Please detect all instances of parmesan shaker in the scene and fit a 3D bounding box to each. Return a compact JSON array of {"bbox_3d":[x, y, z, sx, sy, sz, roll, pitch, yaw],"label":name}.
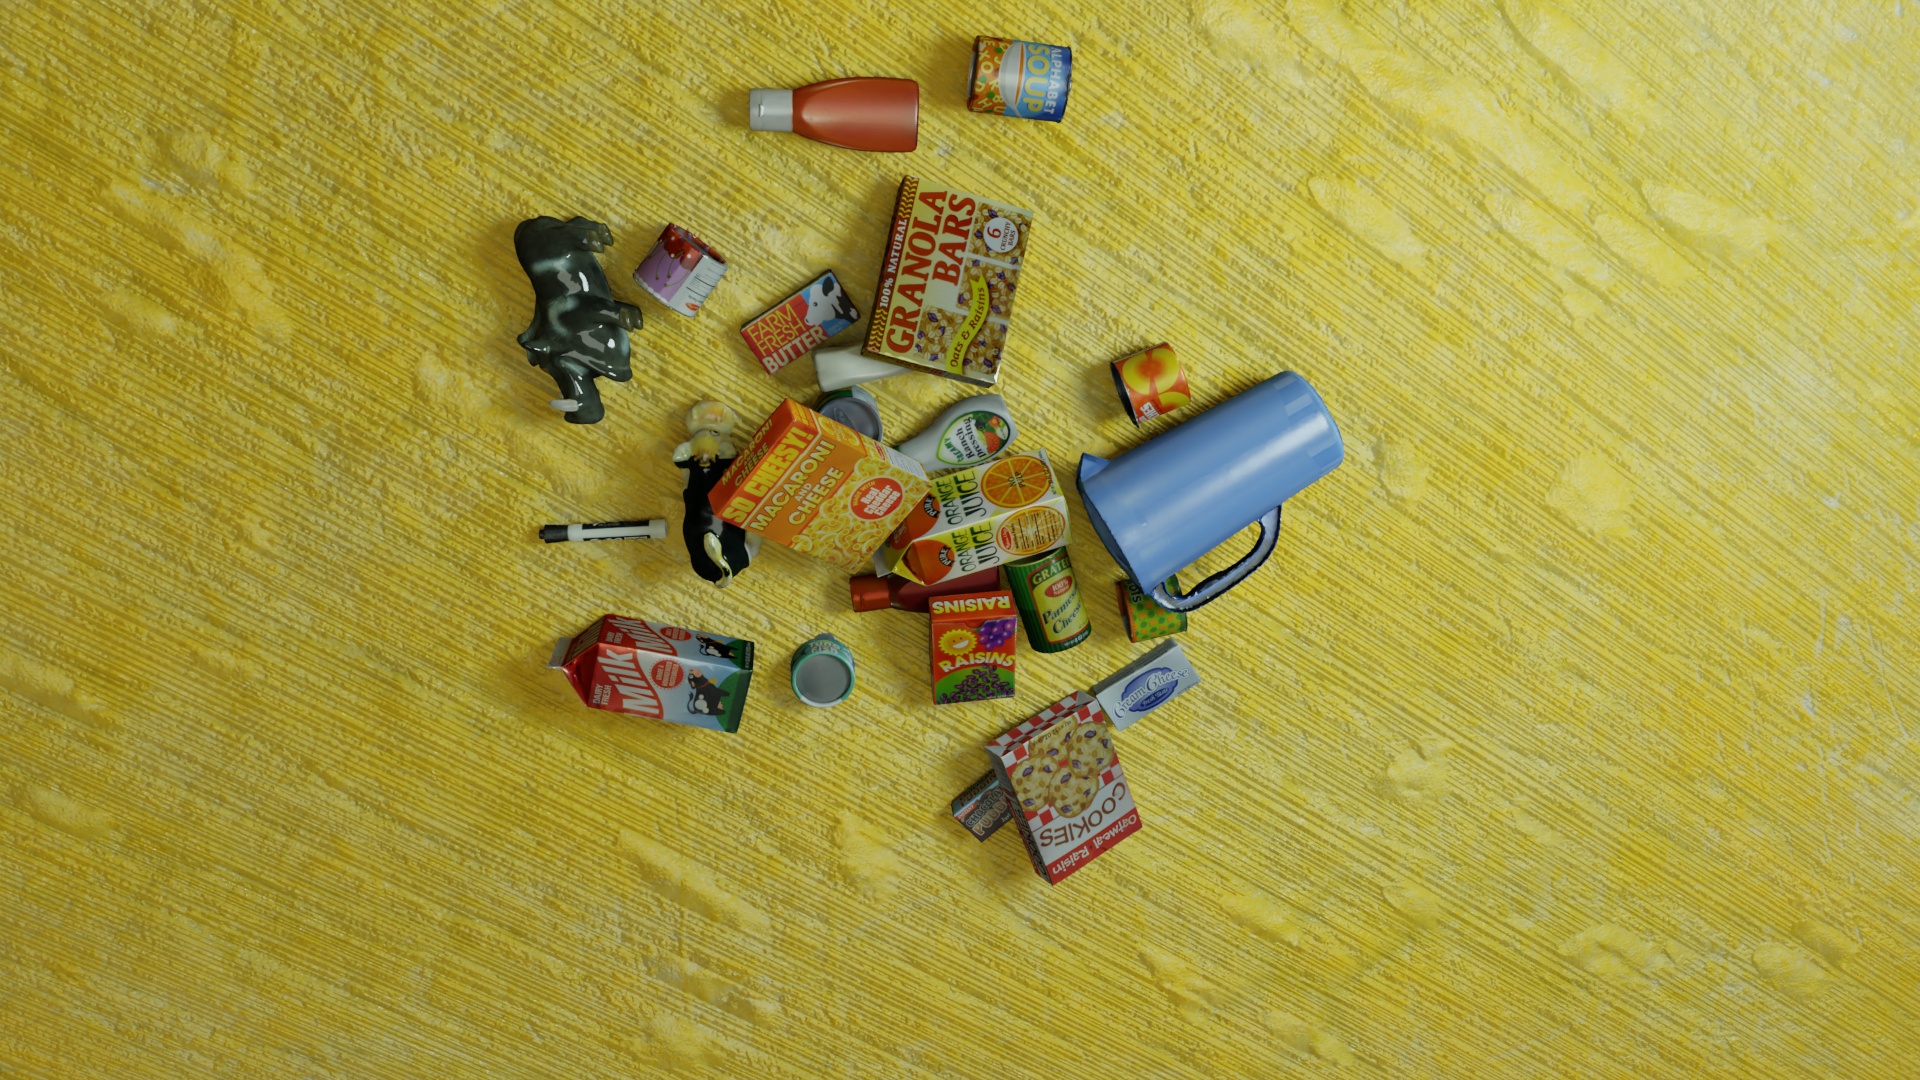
[{"bbox_3d":[0.089,0.053,1.395,0.071,0.071,0.102,-20,111,1],"label":"parmesan shaker"}]

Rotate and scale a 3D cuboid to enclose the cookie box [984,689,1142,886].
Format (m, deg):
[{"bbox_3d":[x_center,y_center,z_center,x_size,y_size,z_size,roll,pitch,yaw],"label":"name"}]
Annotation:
[{"bbox_3d":[0.111,0.261,1.461,0.123,0.040,0.167,-28,111,-20],"label":"cookie box"}]

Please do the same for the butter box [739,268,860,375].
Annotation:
[{"bbox_3d":[-0.150,-0.204,1.298,0.103,0.024,0.053,-32,109,5],"label":"butter box"}]

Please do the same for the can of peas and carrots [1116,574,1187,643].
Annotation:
[{"bbox_3d":[0.193,0.065,1.410,0.059,0.071,0.070,-13,110,-1],"label":"can of peas and carrots"}]

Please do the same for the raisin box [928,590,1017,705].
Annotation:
[{"bbox_3d":[0.011,0.109,1.395,0.086,0.040,0.122,-4,132,-5],"label":"raisin box"}]

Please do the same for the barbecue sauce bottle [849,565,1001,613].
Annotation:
[{"bbox_3d":[-0.035,0.045,1.389,0.149,0.044,0.064,-8,114,-3],"label":"barbecue sauce bottle"}]

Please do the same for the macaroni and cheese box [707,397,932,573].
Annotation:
[{"bbox_3d":[-0.128,-0.047,1.278,0.166,0.040,0.123,25,116,-39],"label":"macaroni and cheese box"}]

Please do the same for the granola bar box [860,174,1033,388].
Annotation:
[{"bbox_3d":[-0.012,-0.233,1.264,0.124,0.039,0.165,14,83,-11],"label":"granola bar box"}]

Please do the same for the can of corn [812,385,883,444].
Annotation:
[{"bbox_3d":[-0.110,-0.110,1.318,0.071,0.058,0.071,-2,110,-6],"label":"can of corn"}]

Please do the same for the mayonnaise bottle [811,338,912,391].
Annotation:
[{"bbox_3d":[-0.064,-0.175,1.300,0.148,0.065,0.041,-15,97,-6],"label":"mayonnaise bottle"}]

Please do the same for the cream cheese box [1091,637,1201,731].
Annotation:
[{"bbox_3d":[0.195,0.152,1.463,0.104,0.024,0.053,-33,108,5],"label":"cream cheese box"}]

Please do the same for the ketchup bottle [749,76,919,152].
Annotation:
[{"bbox_3d":[-0.112,-0.379,1.231,0.149,0.044,0.064,1,108,-7],"label":"ketchup bottle"}]

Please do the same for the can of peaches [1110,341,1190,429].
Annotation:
[{"bbox_3d":[0.183,-0.149,1.333,0.058,0.071,0.071,-22,110,1],"label":"can of peaches"}]

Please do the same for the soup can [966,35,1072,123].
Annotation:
[{"bbox_3d":[0.052,-0.407,1.225,0.084,0.071,0.071,5,109,-8],"label":"soup can"}]

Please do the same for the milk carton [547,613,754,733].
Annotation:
[{"bbox_3d":[-0.305,0.127,1.371,0.191,0.072,0.073,12,108,-11],"label":"milk carton"}]

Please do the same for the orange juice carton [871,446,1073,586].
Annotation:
[{"bbox_3d":[0.005,-0.017,1.344,0.193,0.072,0.072,-17,138,-1],"label":"orange juice carton"}]

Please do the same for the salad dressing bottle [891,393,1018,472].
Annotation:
[{"bbox_3d":[-0.019,-0.091,1.342,0.147,0.044,0.064,-25,118,3],"label":"salad dressing bottle"}]

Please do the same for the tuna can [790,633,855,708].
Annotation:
[{"bbox_3d":[-0.140,0.133,1.413,0.071,0.033,0.070,-2,110,-6],"label":"tuna can"}]

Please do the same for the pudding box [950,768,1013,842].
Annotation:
[{"bbox_3d":[0.037,0.277,1.485,0.083,0.030,0.049,-40,109,7],"label":"pudding box"}]

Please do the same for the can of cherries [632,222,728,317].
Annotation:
[{"bbox_3d":[-0.253,-0.245,1.251,0.071,0.072,0.058,34,102,-16],"label":"can of cherries"}]
